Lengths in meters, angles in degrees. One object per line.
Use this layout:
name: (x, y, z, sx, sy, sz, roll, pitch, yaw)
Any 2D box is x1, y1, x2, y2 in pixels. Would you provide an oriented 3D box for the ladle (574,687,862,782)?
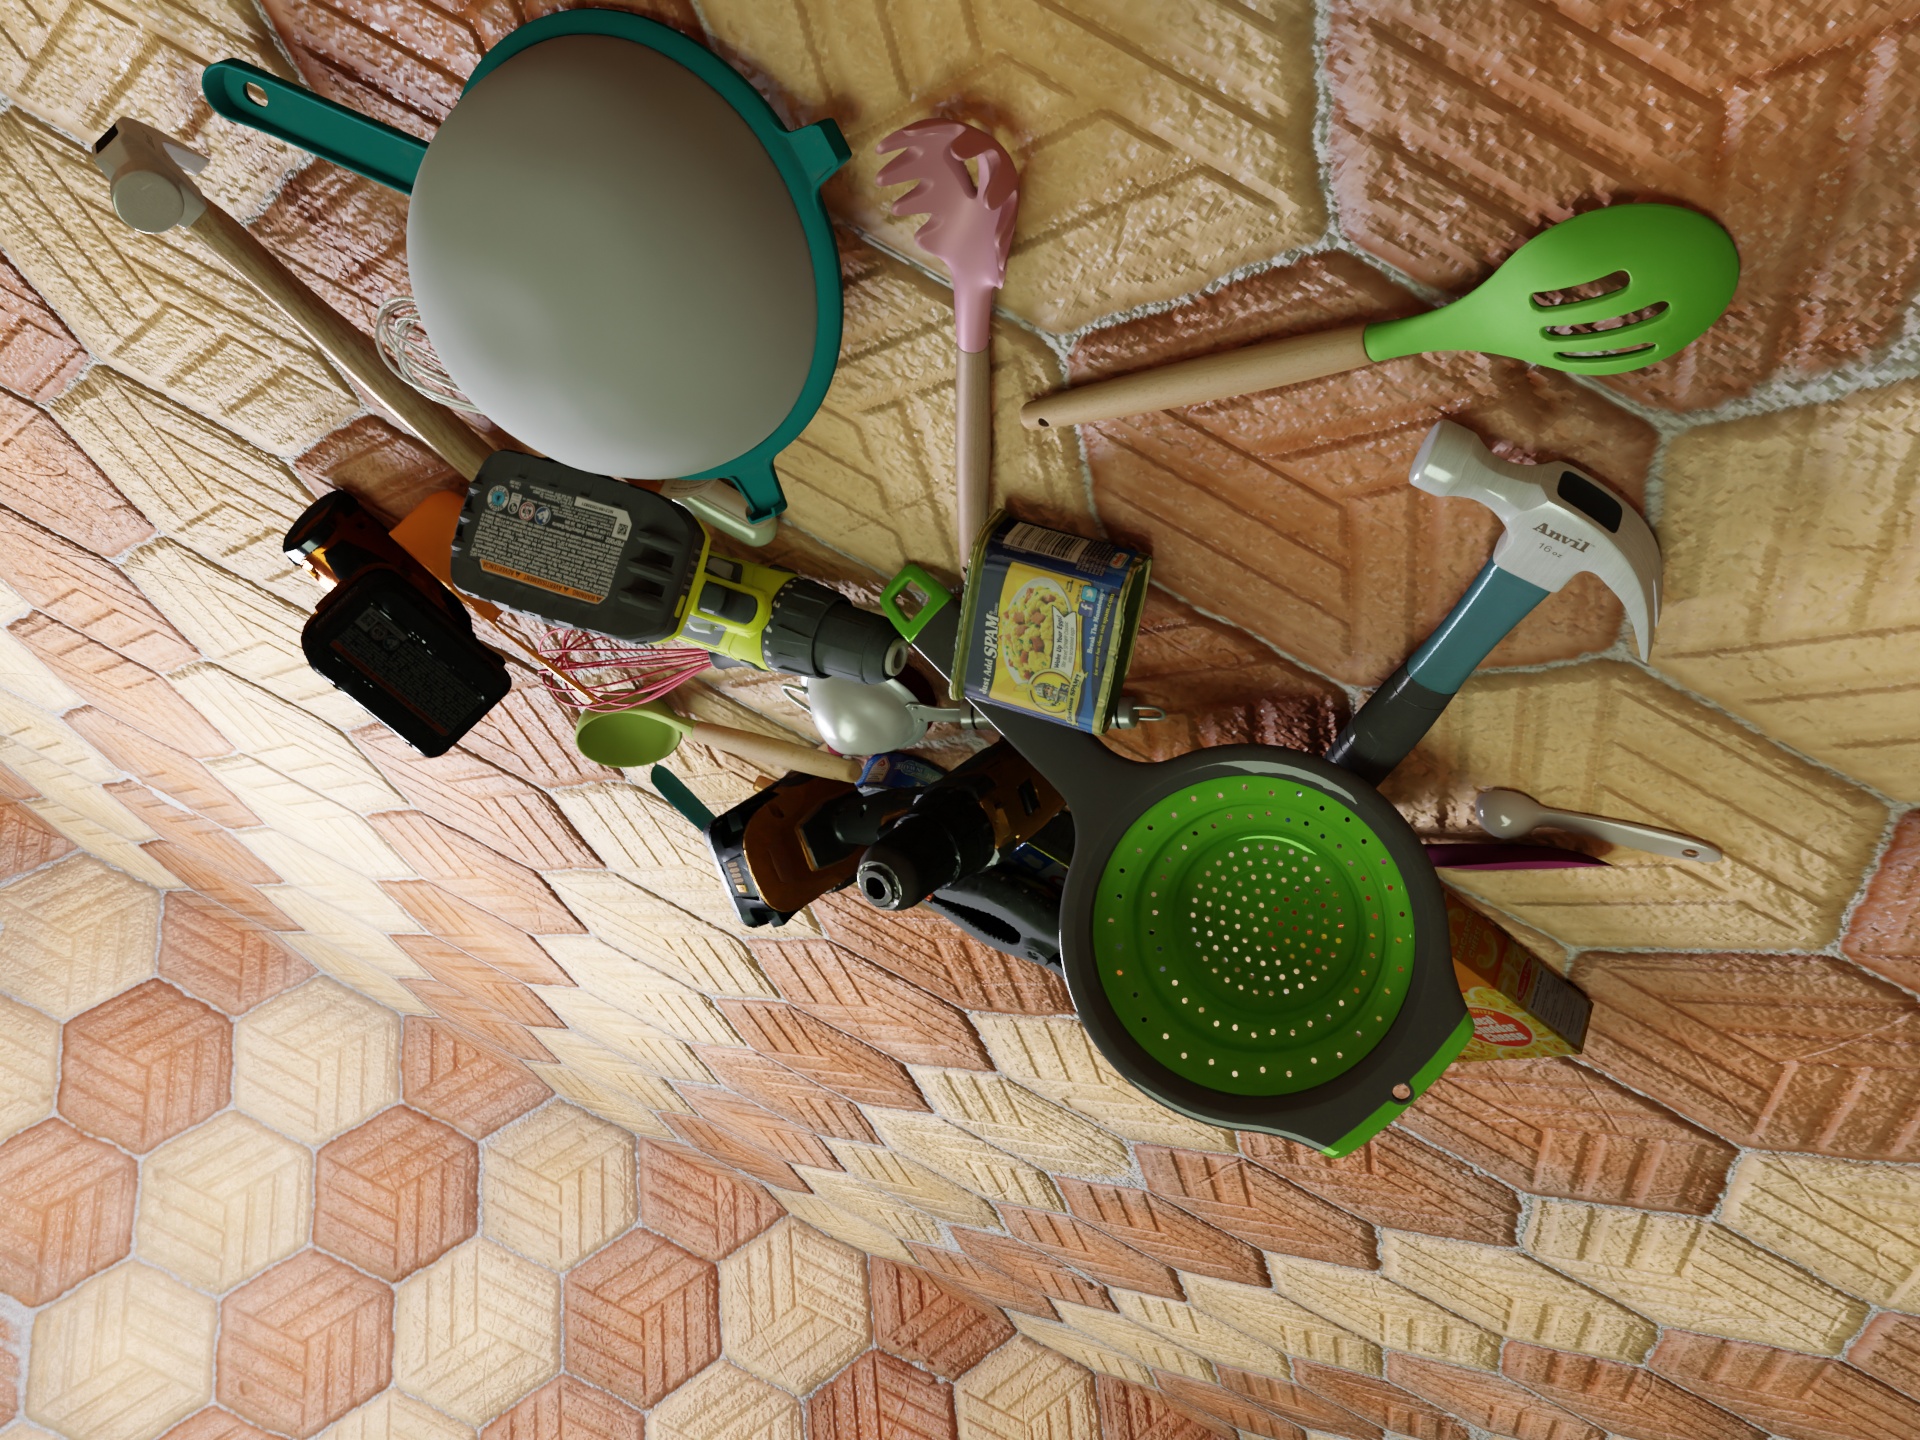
ladle: (-0.170, 0.023, 1.098, 0.078, 0.062, 0.320, 24, 172, -40)

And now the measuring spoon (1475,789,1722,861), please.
measuring spoon: (0.334, 0.062, 0.839, 0.124, 0.018, 0.034, 12, 149, 24)

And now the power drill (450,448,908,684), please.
power drill: (-0.148, -0.072, 0.881, 0.191, 0.080, 0.228, 18, 180, 22)

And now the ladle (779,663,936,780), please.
ladle: (-0.097, 0.024, 1.135, 0.069, 0.031, 0.315, 35, 153, -10)

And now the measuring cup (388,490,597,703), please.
measuring cup: (-0.294, -0.084, 1.054, 0.173, 0.052, 0.095, 40, 171, -4)

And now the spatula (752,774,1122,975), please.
spatula: (-0.013, 0.124, 1.201, 0.322, 0.041, 0.081, 27, 153, -11)

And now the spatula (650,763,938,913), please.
spatula: (-0.093, 0.107, 1.233, 0.317, 0.044, 0.082, 18, -174, -9)

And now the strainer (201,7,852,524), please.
strainer: (-0.219, -0.213, 0.697, 0.340, 0.095, 0.210, 26, 131, 11)

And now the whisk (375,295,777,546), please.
whisk: (-0.212, -0.165, 0.893, 0.246, 0.058, 0.059, 28, 144, -13)

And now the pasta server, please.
pasta server: (0.001, -0.152, 0.738, 0.060, 0.040, 0.316, 32, 156, 17)

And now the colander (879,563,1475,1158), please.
colander: (0.107, 0.058, 0.895, 0.397, 0.204, 0.094, 45, -169, 13)

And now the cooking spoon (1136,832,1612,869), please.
cooking spoon: (0.226, 0.078, 0.950, 0.319, 0.017, 0.068, -2, 173, 45)

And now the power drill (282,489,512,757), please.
power drill: (-0.378, -0.062, 1.092, 0.164, 0.084, 0.227, 47, 178, -34)

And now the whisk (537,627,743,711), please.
whisk: (-0.174, -0.044, 1.056, 0.296, 0.073, 0.073, -3, 141, 34)

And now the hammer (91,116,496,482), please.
hammer: (-0.340, -0.206, 0.899, 0.331, 0.031, 0.130, 46, -176, -47)

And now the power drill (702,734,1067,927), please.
power drill: (-0.058, 0.075, 0.992, 0.226, 0.185, 0.084, -12, 103, 38)

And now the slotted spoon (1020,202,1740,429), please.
slotted spoon: (0.144, -0.146, 0.641, 0.314, 0.031, 0.070, -2, 141, 44)

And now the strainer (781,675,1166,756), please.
strainer: (-0.002, -0.003, 0.963, 0.258, 0.050, 0.086, -1, 141, 23)

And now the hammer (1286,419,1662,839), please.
hammer: (0.226, -0.017, 0.782, 0.128, 0.033, 0.330, 26, 152, 4)
